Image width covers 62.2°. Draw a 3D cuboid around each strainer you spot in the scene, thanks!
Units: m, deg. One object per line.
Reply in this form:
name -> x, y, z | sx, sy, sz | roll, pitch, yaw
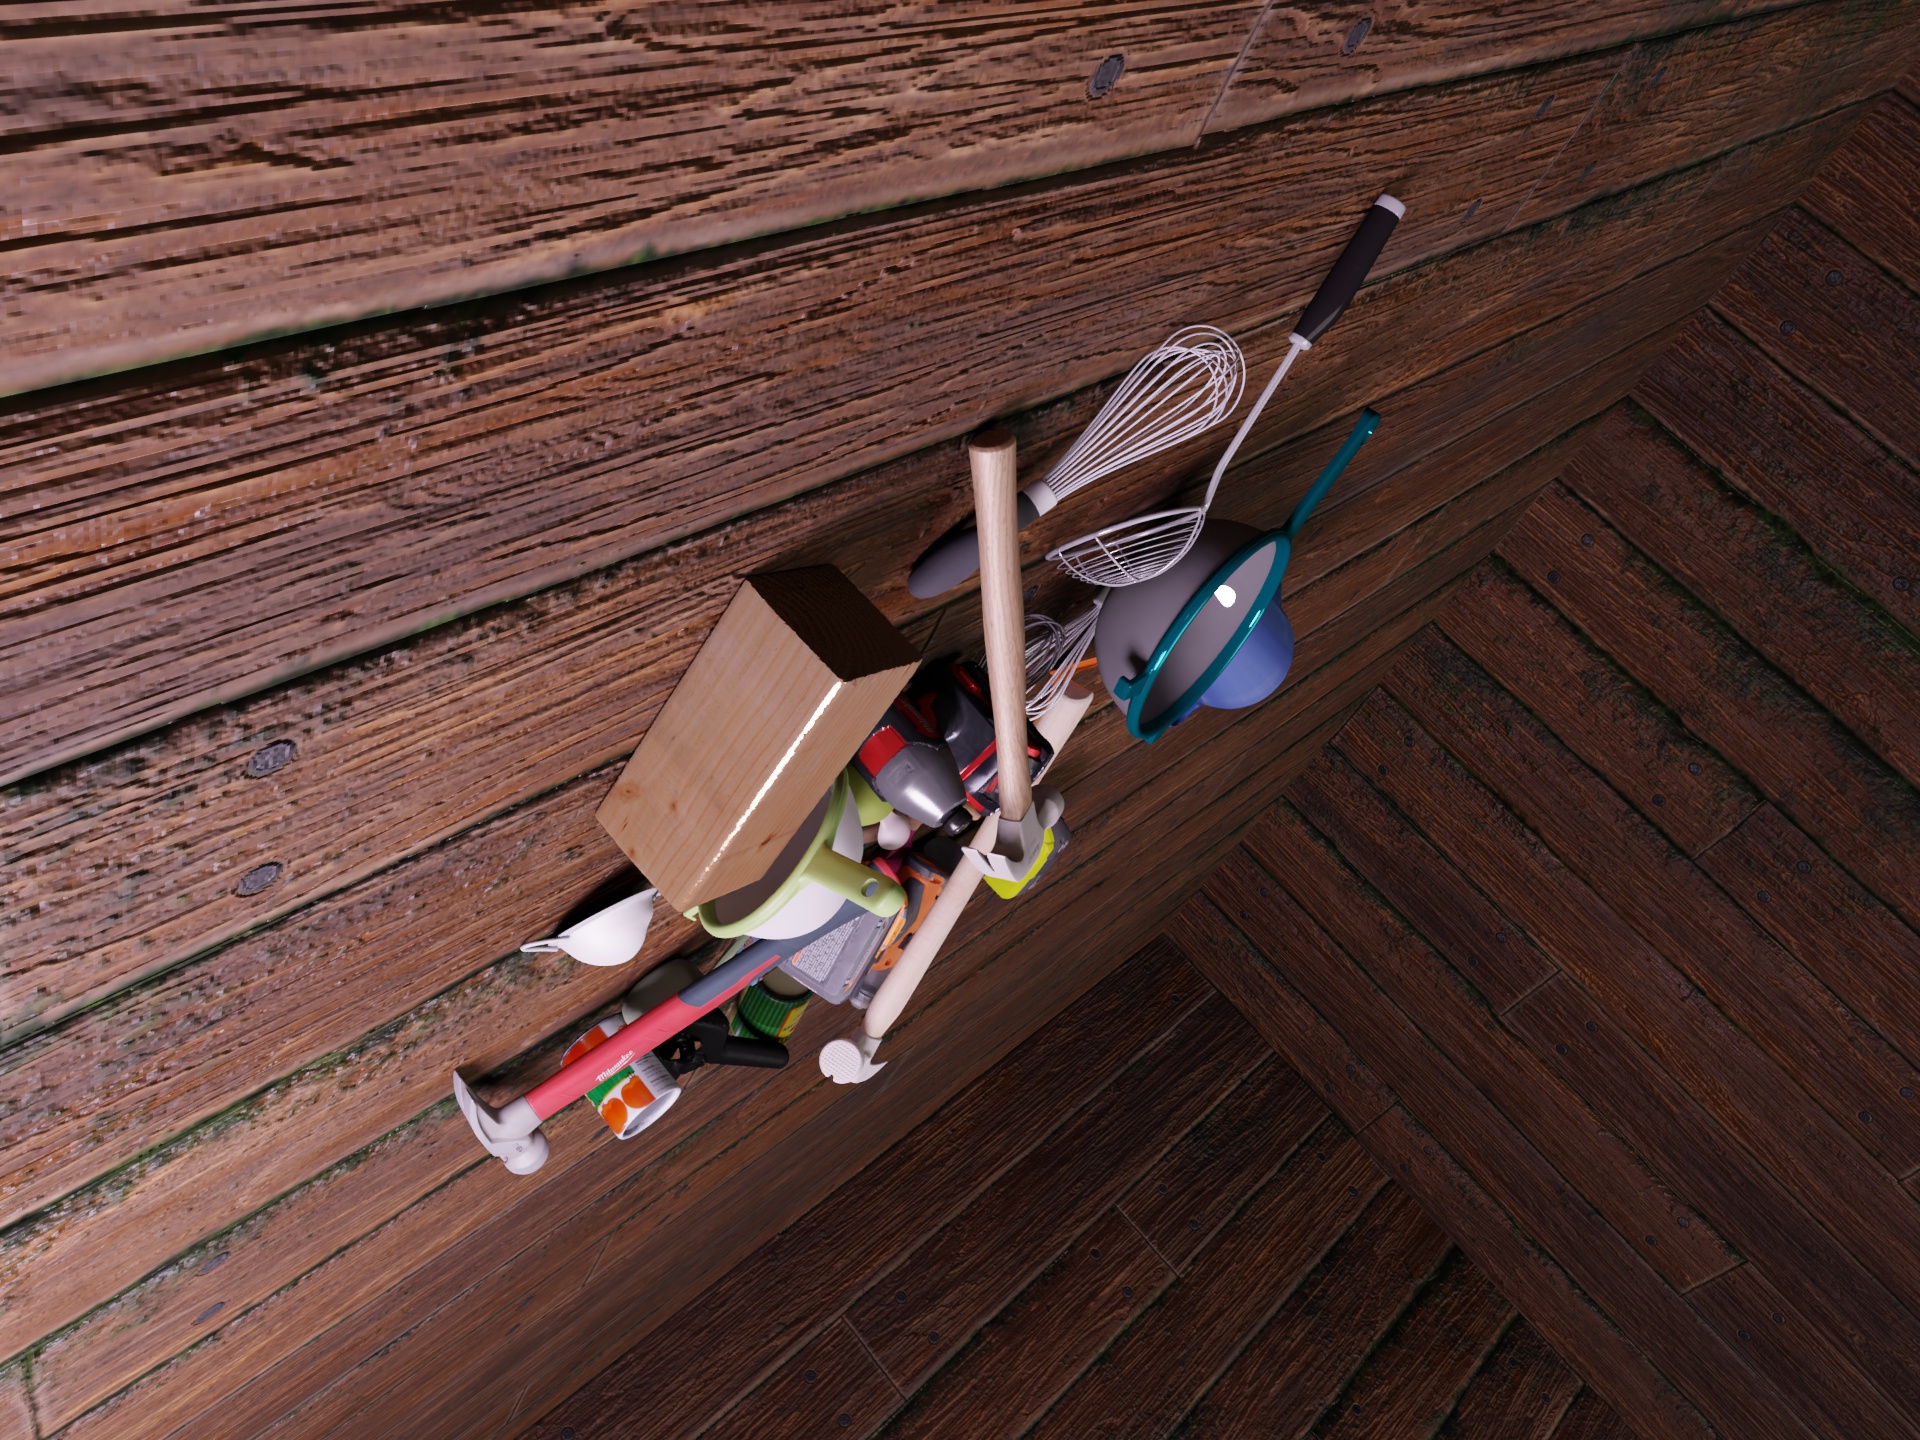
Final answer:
strainer -> -0.086, 0.105, 1.068 | 0.151, 0.069, 0.256 | -57, -151, -11
strainer -> -0.205, 0.119, 1.172 | 0.258, 0.050, 0.087 | -34, 178, -39
strainer -> 0.218, -0.145, 1.343 | 0.340, 0.095, 0.211 | -52, 161, -1

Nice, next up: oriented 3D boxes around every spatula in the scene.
spatula -> 0.085, 0.009, 1.581 | 0.081, 0.041, 0.322 | -15, 154, -27

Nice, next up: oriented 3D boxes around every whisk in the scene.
whisk -> 0.080, -0.171, 1.088 | 0.284, 0.070, 0.070 | -37, 164, -4
whisk -> -0.002, -0.004, 1.335 | 0.239, 0.055, 0.055 | -44, 165, 20
whisk -> 0.120, -0.094, 1.404 | 0.246, 0.059, 0.058 | -47, -159, -1

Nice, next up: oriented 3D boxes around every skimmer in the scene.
skimmer -> 0.199, -0.251, 1.212 | 0.363, 0.090, 0.127 | -57, 170, 10

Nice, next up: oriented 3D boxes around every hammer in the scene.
hammer -> 0.004, 0.146, 1.450 | 0.410, 0.038, 0.146 | -58, 168, -3
hammer -> 0.030, -0.033, 1.067 | 0.130, 0.031, 0.331 | -55, 147, -51
hammer -> -0.217, 0.219, 1.281 | 0.386, 0.038, 0.143 | -33, 146, -16

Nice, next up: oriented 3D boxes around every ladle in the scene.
ladle -> -0.044, 0.067, 1.312 | 0.062, 0.078, 0.320 | -54, 159, 3

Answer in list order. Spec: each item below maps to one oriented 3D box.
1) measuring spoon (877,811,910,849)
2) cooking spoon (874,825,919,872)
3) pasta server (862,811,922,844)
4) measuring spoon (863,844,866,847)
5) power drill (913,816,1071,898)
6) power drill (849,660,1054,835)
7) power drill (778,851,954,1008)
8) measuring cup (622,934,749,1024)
measuring spoon -> -0.063, 0.068, 1.336 | 0.034, 0.018, 0.124 | -48, 144, -27
cooking spoon -> -0.036, 0.083, 1.520 | 0.068, 0.017, 0.318 | -22, 154, -47
pasta server -> -0.105, 0.110, 1.342 | 0.316, 0.040, 0.060 | -15, 134, -49
measuring spoon -> -0.069, 0.063, 1.404 | 0.128, 0.021, 0.042 | -52, 152, -1
power drill -> 0.001, 0.177, 1.750 | 0.228, 0.080, 0.190 | -24, 155, -43
power drill -> -0.015, 0.020, 1.188 | 0.078, 0.143, 0.219 | -45, 166, 16
power drill -> -0.087, 0.204, 1.491 | 0.164, 0.084, 0.226 | -61, 163, 4
measuring cup -> -0.223, 0.203, 1.347 | 0.167, 0.038, 0.083 | -48, 163, 10
